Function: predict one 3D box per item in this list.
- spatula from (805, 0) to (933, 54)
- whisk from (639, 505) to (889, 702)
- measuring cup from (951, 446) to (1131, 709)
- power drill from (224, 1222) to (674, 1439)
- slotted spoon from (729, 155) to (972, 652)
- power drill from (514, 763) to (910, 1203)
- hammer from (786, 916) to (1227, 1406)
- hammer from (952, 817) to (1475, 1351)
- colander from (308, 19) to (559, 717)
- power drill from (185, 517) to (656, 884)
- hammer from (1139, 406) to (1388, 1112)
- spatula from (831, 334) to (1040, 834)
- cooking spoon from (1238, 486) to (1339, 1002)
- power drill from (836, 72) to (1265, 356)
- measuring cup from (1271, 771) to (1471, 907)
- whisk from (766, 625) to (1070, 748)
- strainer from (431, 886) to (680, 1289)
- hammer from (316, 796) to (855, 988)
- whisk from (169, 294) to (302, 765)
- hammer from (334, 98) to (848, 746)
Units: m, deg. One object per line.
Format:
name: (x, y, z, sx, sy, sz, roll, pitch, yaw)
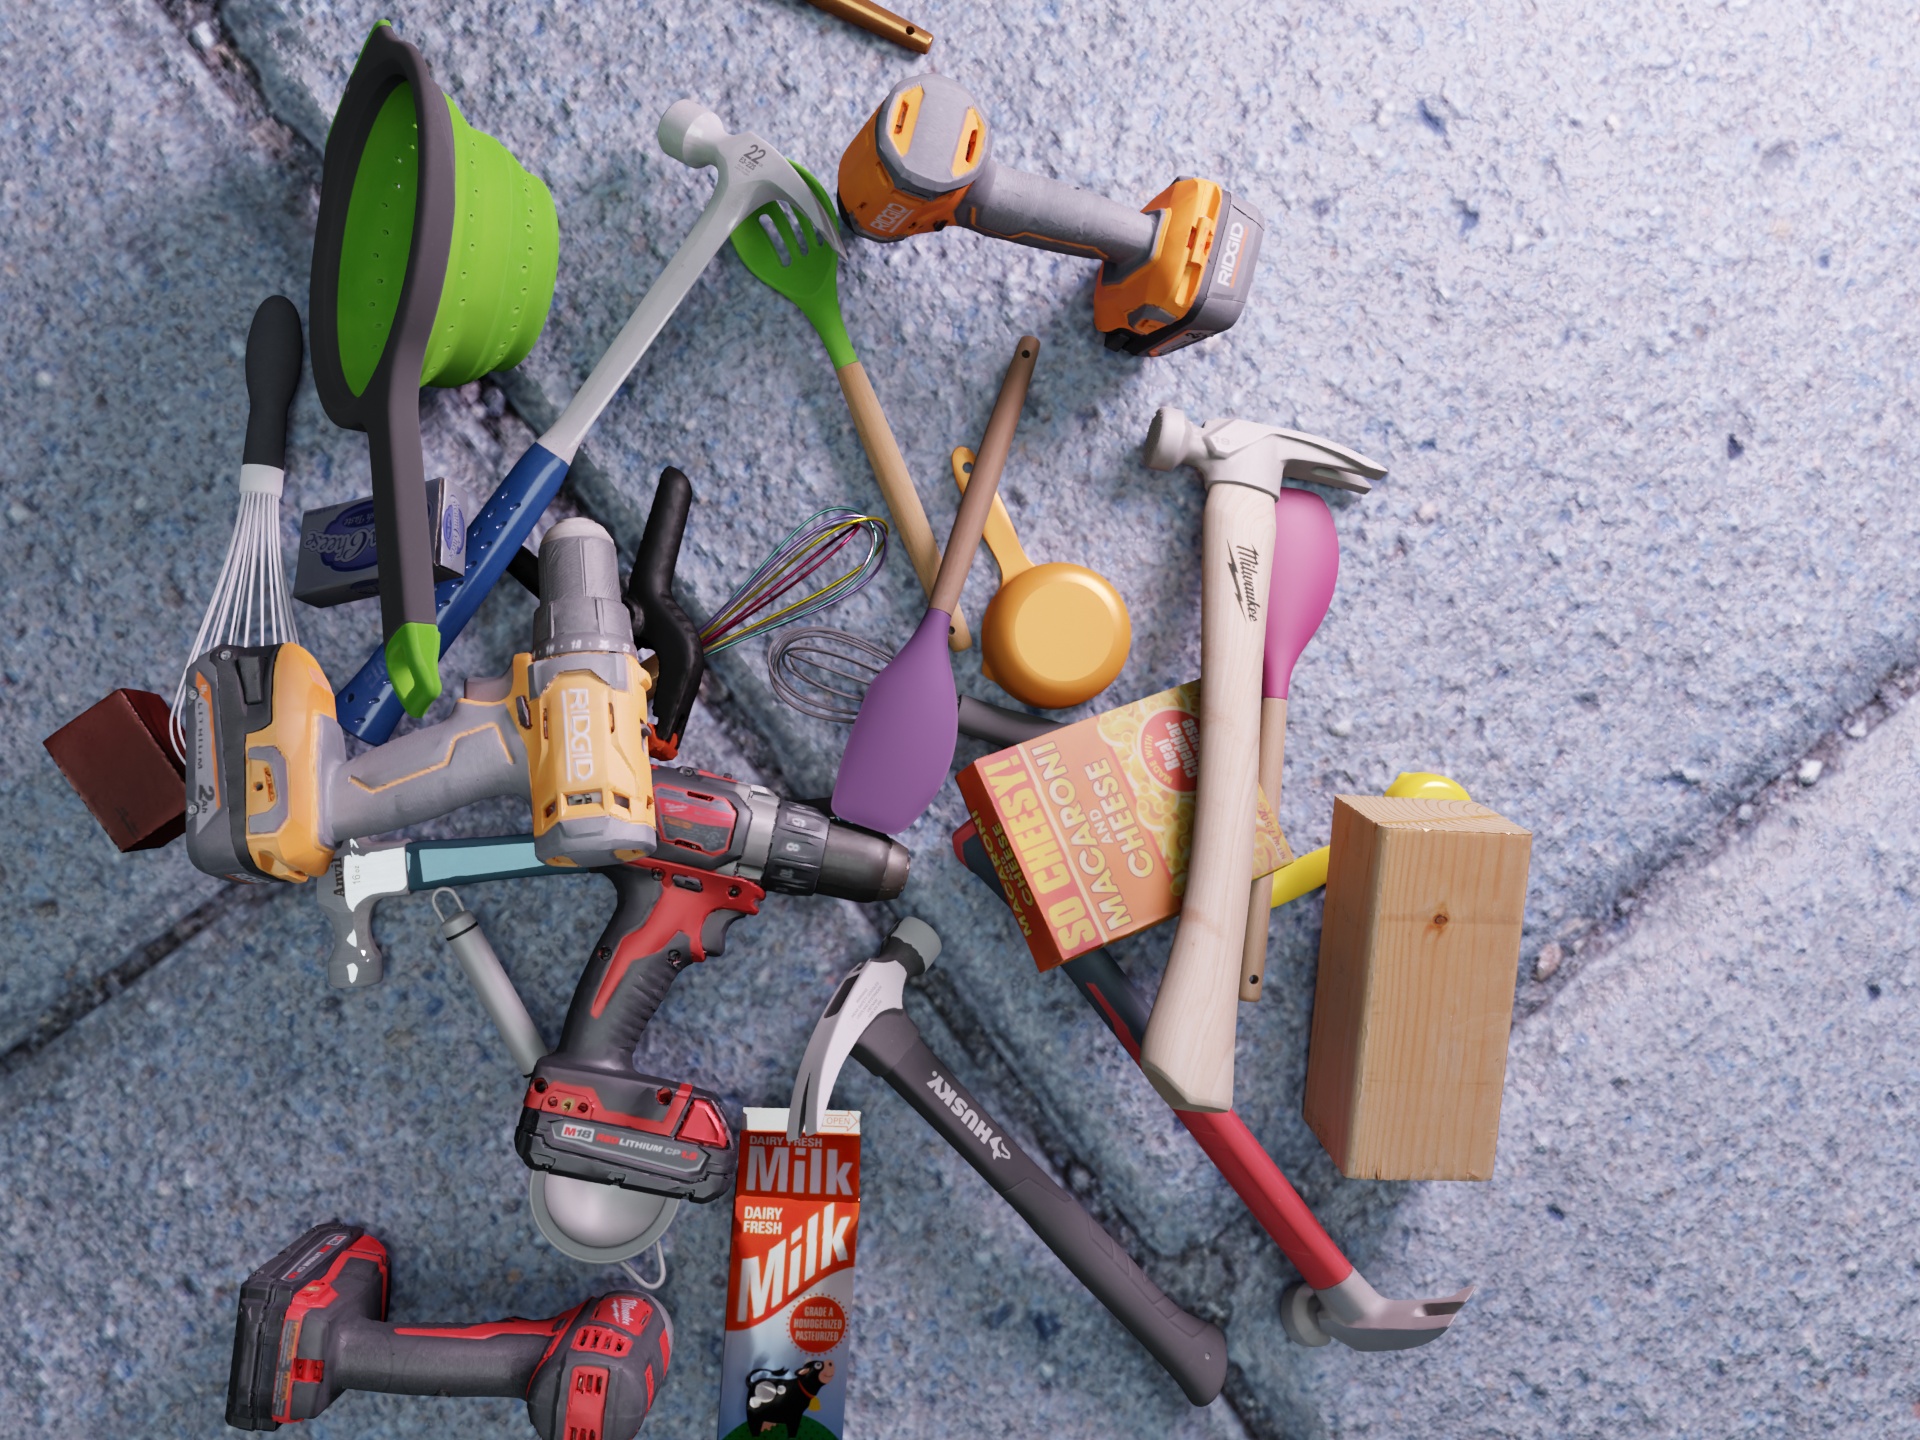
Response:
spatula: (-0.164, -0.474, 0.940, 0.322, 0.041, 0.081, 24, 86, -6)
whisk: (-0.147, -0.051, 0.935, 0.245, 0.047, 0.051, -33, 94, -2)
measuring cup: (0.039, -0.089, 0.949, 0.095, 0.052, 0.173, -27, 93, -6)
power drill: (-0.269, 0.340, 0.873, 0.219, 0.143, 0.078, 7, 90, 1)
slotted spoon: (-0.059, -0.187, 0.952, 0.070, 0.031, 0.314, -20, 95, 27)
power drill: (-0.137, 0.143, 0.878, 0.188, 0.080, 0.227, 13, 79, -7)
hammer: (0.039, 0.281, 0.931, 0.334, 0.035, 0.146, 48, 51, -9)
hammer: (0.133, 0.203, 0.925, 0.038, 0.143, 0.386, -37, 88, -33)
colander: (-0.267, -0.182, 0.843, 0.094, 0.204, 0.397, 5, 61, -37)
power drill: (-0.275, -0.008, 0.831, 0.226, 0.084, 0.185, -6, 77, -2)
hammer: (0.162, 0.015, 0.907, 0.146, 0.038, 0.411, 11, 70, -7)
spatula: (-0.002, -0.085, 0.926, 0.060, 0.018, 0.316, 18, 76, -2)
cooking spoon: (0.191, 0.013, 0.977, 0.068, 0.017, 0.319, 7, 85, -6)
power drill: (0.039, -0.284, 0.913, 0.226, 0.164, 0.084, 16, 88, -18)
measuring cup: (0.246, 0.082, 0.980, 0.156, 0.029, 0.062, -25, 92, -6)
whisk: (-0.001, -0.003, 0.948, 0.239, 0.055, 0.055, 18, 87, -10)
strainer: (-0.234, 0.207, 0.910, 0.087, 0.050, 0.258, -28, 98, -11)
hammer: (-0.204, 0.076, 0.932, 0.331, 0.033, 0.128, -5, 91, -6)
whisk: (-0.401, -0.104, 0.903, 0.070, 0.070, 0.285, 3, 84, -6)
hammer: (-0.220, -0.157, 0.897, 0.144, 0.035, 0.405, 35, 90, 24)
